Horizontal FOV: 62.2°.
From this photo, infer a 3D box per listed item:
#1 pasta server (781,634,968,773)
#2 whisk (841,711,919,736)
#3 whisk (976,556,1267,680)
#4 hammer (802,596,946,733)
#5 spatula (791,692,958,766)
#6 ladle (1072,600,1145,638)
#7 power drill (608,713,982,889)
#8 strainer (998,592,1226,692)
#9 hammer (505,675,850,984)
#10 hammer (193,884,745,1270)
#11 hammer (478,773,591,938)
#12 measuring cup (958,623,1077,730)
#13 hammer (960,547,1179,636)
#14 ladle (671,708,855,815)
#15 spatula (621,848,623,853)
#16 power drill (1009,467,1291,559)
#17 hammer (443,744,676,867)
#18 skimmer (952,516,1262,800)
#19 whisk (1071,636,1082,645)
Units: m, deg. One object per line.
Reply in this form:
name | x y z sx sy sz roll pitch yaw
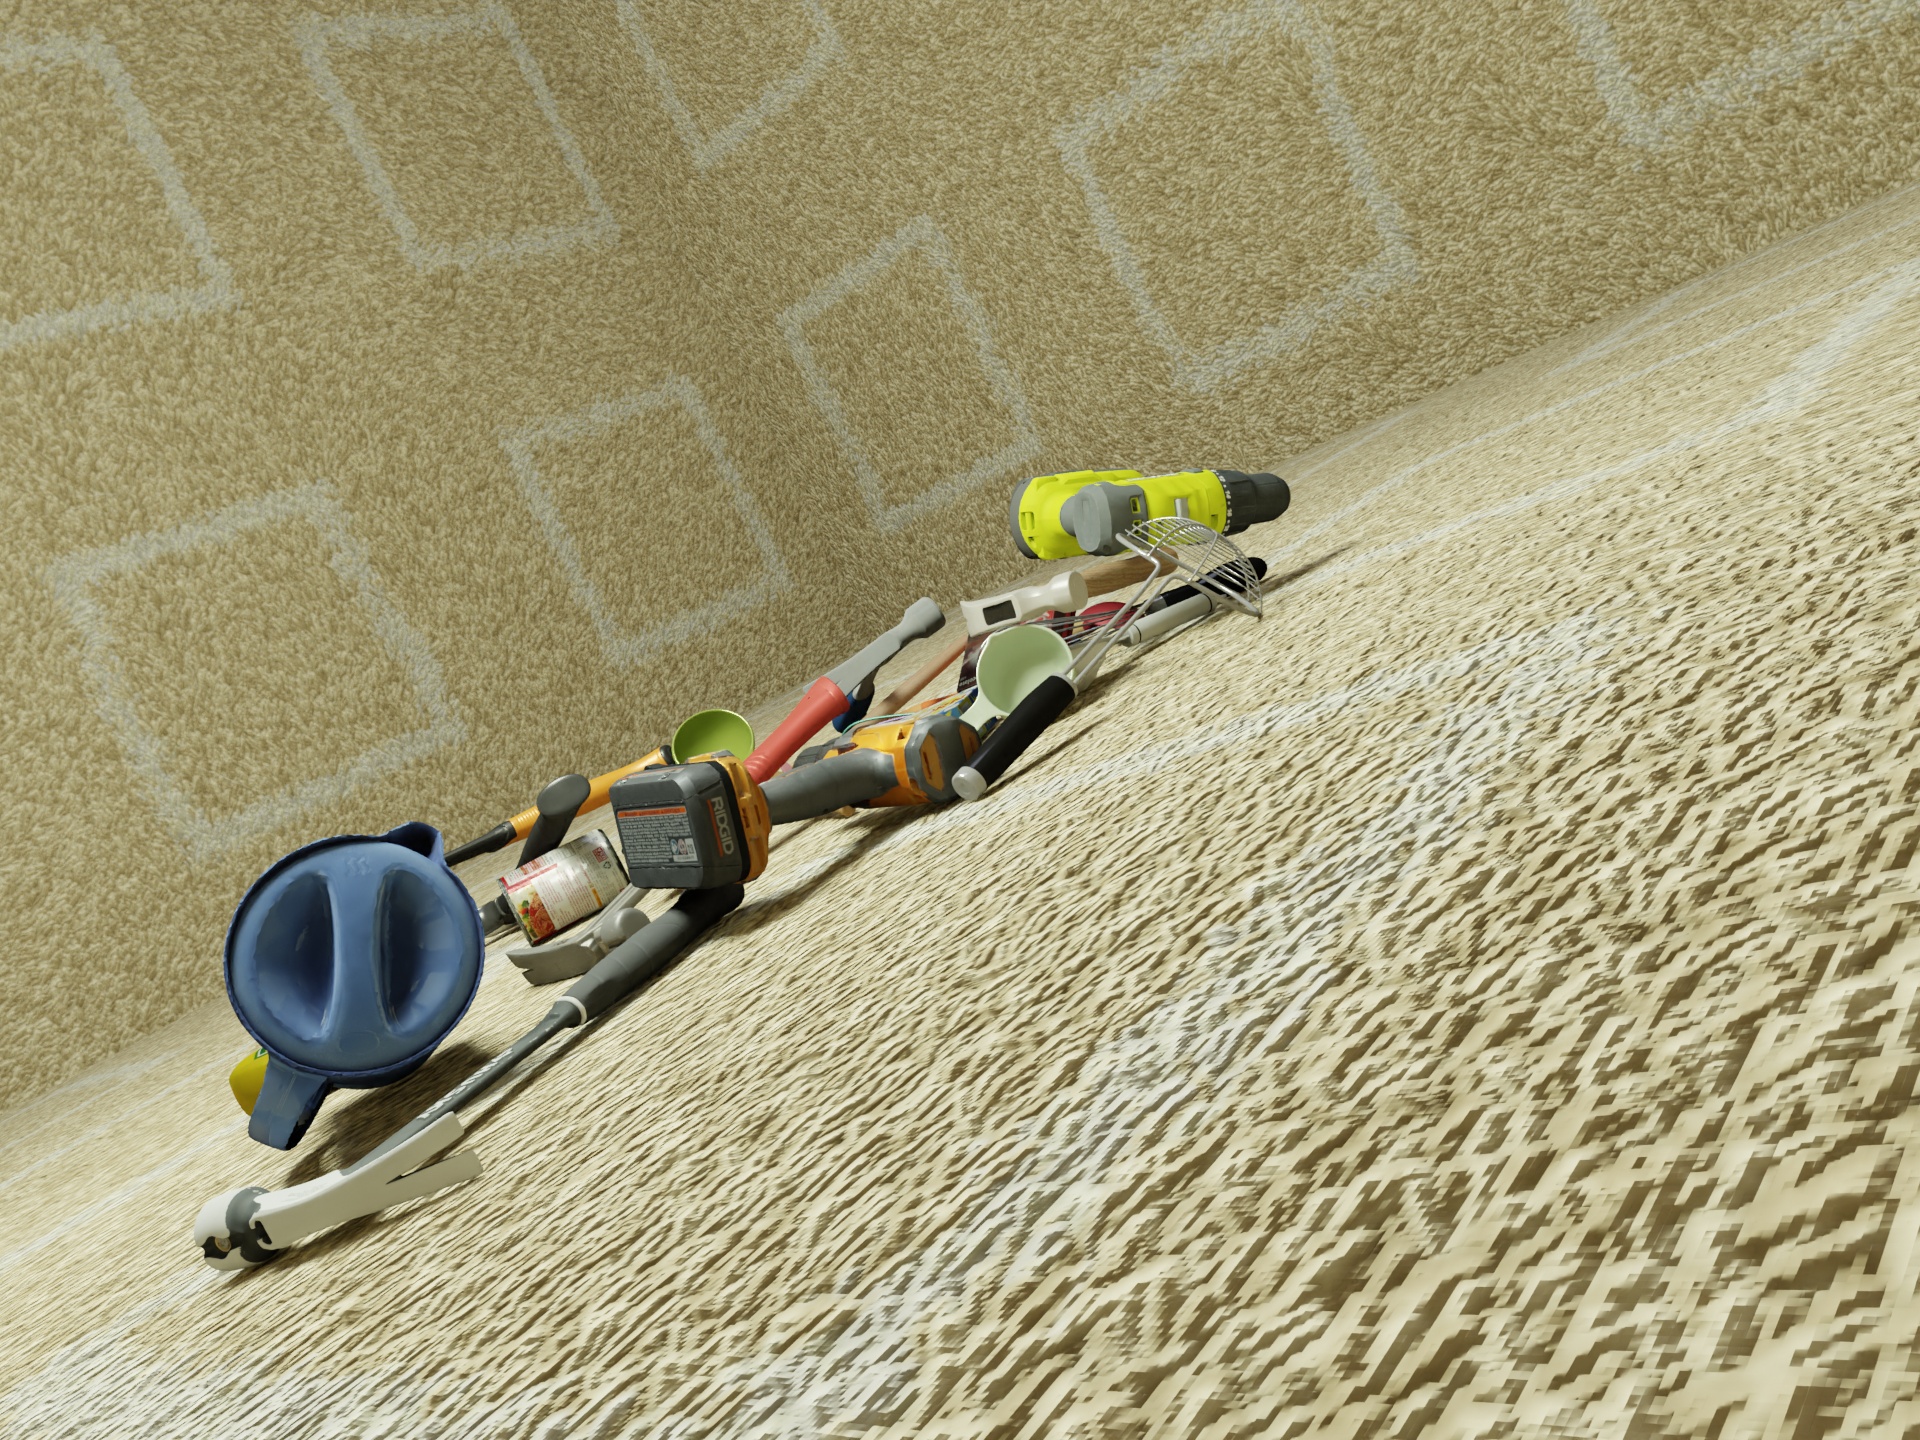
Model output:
pasta server | -0.094 -0.004 1.585 0.316 0.040 0.060 -42 0 -35
whisk | -0.002 -0.006 1.396 0.245 0.051 0.047 -21 2 20
whisk | 0.146 -0.088 1.423 0.284 0.070 0.070 -22 6 -6
hammer | -0.105 -0.030 1.645 0.144 0.035 0.405 -38 -2 -12
spatula | -0.061 -0.010 1.673 0.322 0.041 0.081 -25 22 26
ladle | 0.127 -0.093 1.622 0.069 0.031 0.315 7 -3 -9
power drill | -0.121 0.049 1.084 0.226 0.084 0.185 -16 5 -38
strainer | 0.138 -0.067 1.338 0.258 0.050 0.087 -24 0 -34
hammer | -0.200 0.076 1.253 0.149 0.036 0.359 -20 20 41
hammer | -0.225 0.168 0.889 0.149 0.036 0.409 -22 7 24
hammer | -0.394 0.128 1.492 0.146 0.035 0.334 -24 -13 -34
measuring cup | 0.021 -0.002 1.232 0.167 0.083 0.038 -44 -22 0
hammer | 0.109 -0.117 1.371 0.130 0.031 0.331 -13 5 31
ladle | -0.170 0.040 1.379 0.078 0.062 0.320 -35 22 -21
spatula | -0.276 0.112 1.408 0.082 0.044 0.317 -51 8 -20
power drill | 0.160 -0.186 1.403 0.190 0.080 0.229 -10 10 -21
hammer | -0.416 0.104 1.506 0.337 0.034 0.127 -26 -11 -30
skimmer | 0.103 -0.041 1.163 0.363 0.127 0.090 -45 -20 -36
whisk | 0.071 -0.082 1.672 0.073 0.073 0.296 -28 12 -12
